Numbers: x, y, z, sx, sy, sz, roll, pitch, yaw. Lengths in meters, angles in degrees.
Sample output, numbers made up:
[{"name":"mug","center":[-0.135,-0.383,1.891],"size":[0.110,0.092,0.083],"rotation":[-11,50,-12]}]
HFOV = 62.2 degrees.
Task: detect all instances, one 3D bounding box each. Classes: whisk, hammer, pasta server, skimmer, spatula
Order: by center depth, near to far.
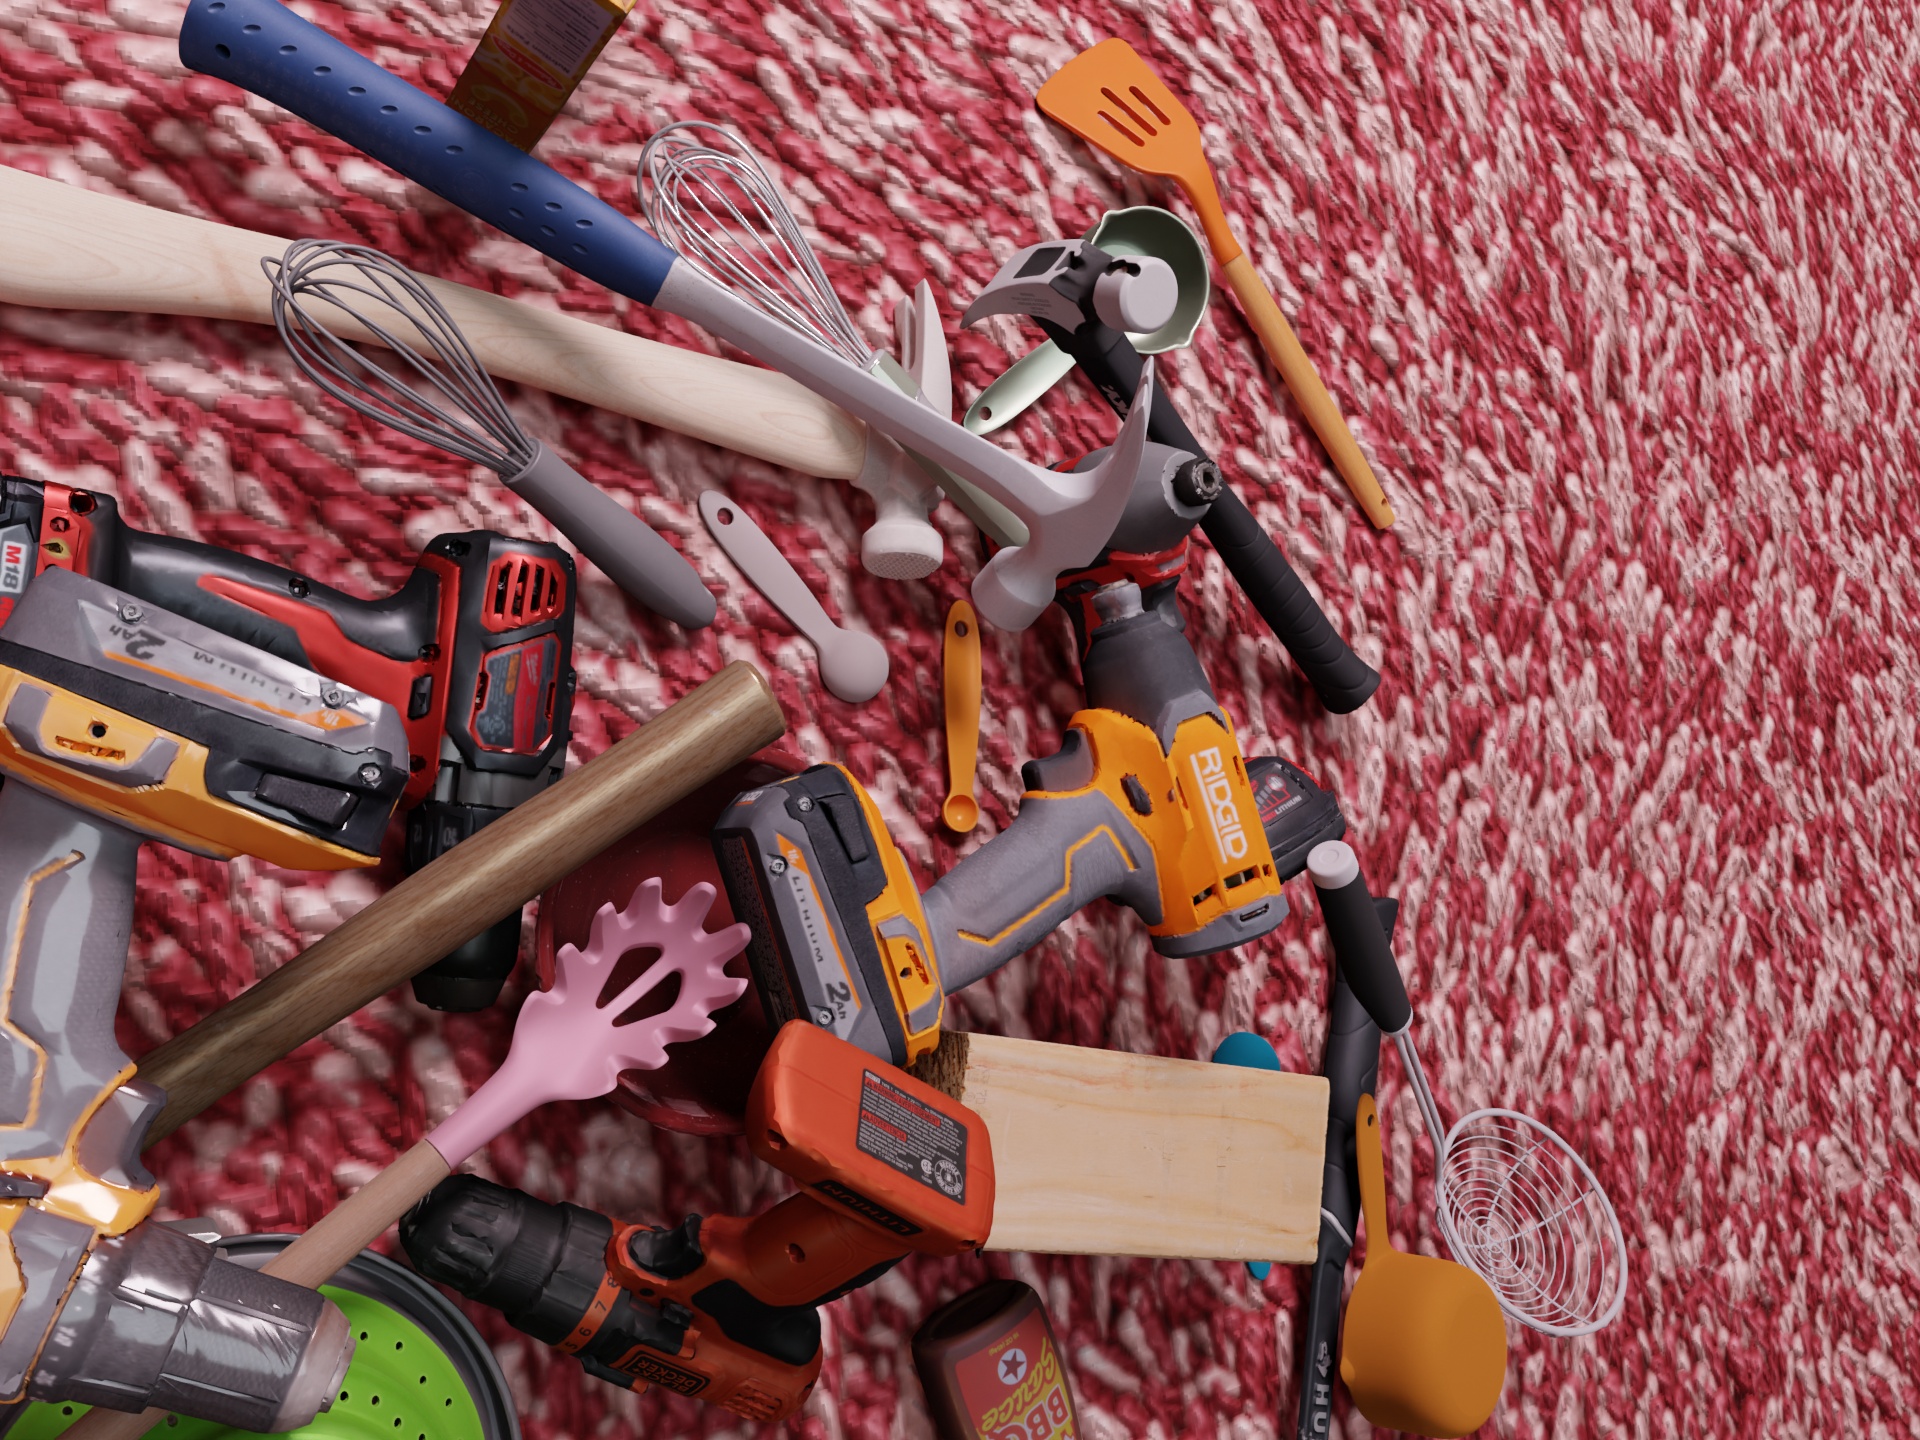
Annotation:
[{"name":"pasta server","center":[-0.198,0.164,0.534],"size":[0.316,0.040,0.060],"rotation":[-40,87,-30]},{"name":"hammer","center":[-0.204,0.082,0.565],"size":[0.331,0.031,0.129],"rotation":[-34,125,-16]},{"name":"whisk","center":[-0.175,-0.103,0.630],"size":[0.238,0.055,0.055],"rotation":[43,61,-45]},{"name":"hammer","center":[-0.107,-0.176,0.639],"size":[0.405,0.144,0.035],"rotation":[28,46,-14]},{"name":"hammer","center":[-0.187,-0.168,0.671],"size":[0.410,0.038,0.146],"rotation":[10,72,-29]},{"name":"whisk","center":[-0.048,-0.163,0.707],"size":[0.246,0.059,0.058],"rotation":[45,30,-17]},{"name":"hammer","center":[0.126,-0.111,0.812],"size":[0.035,0.146,0.334],"rotation":[-51,126,-9]},{"name":"skimmer","center":[0.266,0.187,0.816],"size":[0.362,0.090,0.127],"rotation":[61,34,-35]},{"name":"hammer","center":[0.198,0.289,0.836],"size":[0.149,0.036,0.409],"rotation":[25,68,-38]},{"name":"spatula","center":[0.161,-0.241,0.911],"size":[0.081,0.041,0.322],"rotation":[-46,111,-28]}]

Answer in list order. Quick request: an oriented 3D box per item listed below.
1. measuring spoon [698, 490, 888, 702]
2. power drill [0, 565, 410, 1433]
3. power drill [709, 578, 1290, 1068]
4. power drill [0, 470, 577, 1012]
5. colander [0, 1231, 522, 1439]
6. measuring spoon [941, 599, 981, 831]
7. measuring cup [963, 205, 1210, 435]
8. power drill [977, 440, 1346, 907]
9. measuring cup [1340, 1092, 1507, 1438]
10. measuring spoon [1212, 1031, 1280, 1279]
[{"name":"measuring spoon","center":[-0.076,-0.059,0.735],"size":[0.124,0.018,0.034],"rotation":[49,62,-15]},{"name":"power drill","center":[-0.240,0.091,0.475],"size":[0.185,0.084,0.226],"rotation":[25,79,-15]},{"name":"power drill","center":[0.019,0.042,0.657],"size":[0.226,0.084,0.164],"rotation":[-18,92,-23]},{"name":"power drill","center":[-0.254,0.011,0.582],"size":[0.226,0.080,0.188],"rotation":[8,85,-35]},{"name":"colander","center":[-0.171,0.307,0.574],"size":[0.396,0.094,0.205],"rotation":[18,73,-28]},{"name":"measuring spoon","center":[-0.001,-0.002,0.780],"size":[0.021,0.011,0.117],"rotation":[8,75,-29]},{"name":"measuring cup","center":[0.058,-0.203,0.838],"size":[0.167,0.038,0.083],"rotation":[-41,110,-12]},{"name":"power drill","center":[0.096,-0.025,0.766],"size":[0.078,0.143,0.219],"rotation":[-25,98,-35]},{"name":"measuring cup","center":[0.236,0.279,0.814],"size":[0.095,0.052,0.173],"rotation":[-8,92,-44]},{"name":"measuring spoon","center":[0.158,0.229,0.834],"size":[0.042,0.021,0.129],"rotation":[-1,83,-32]}]
